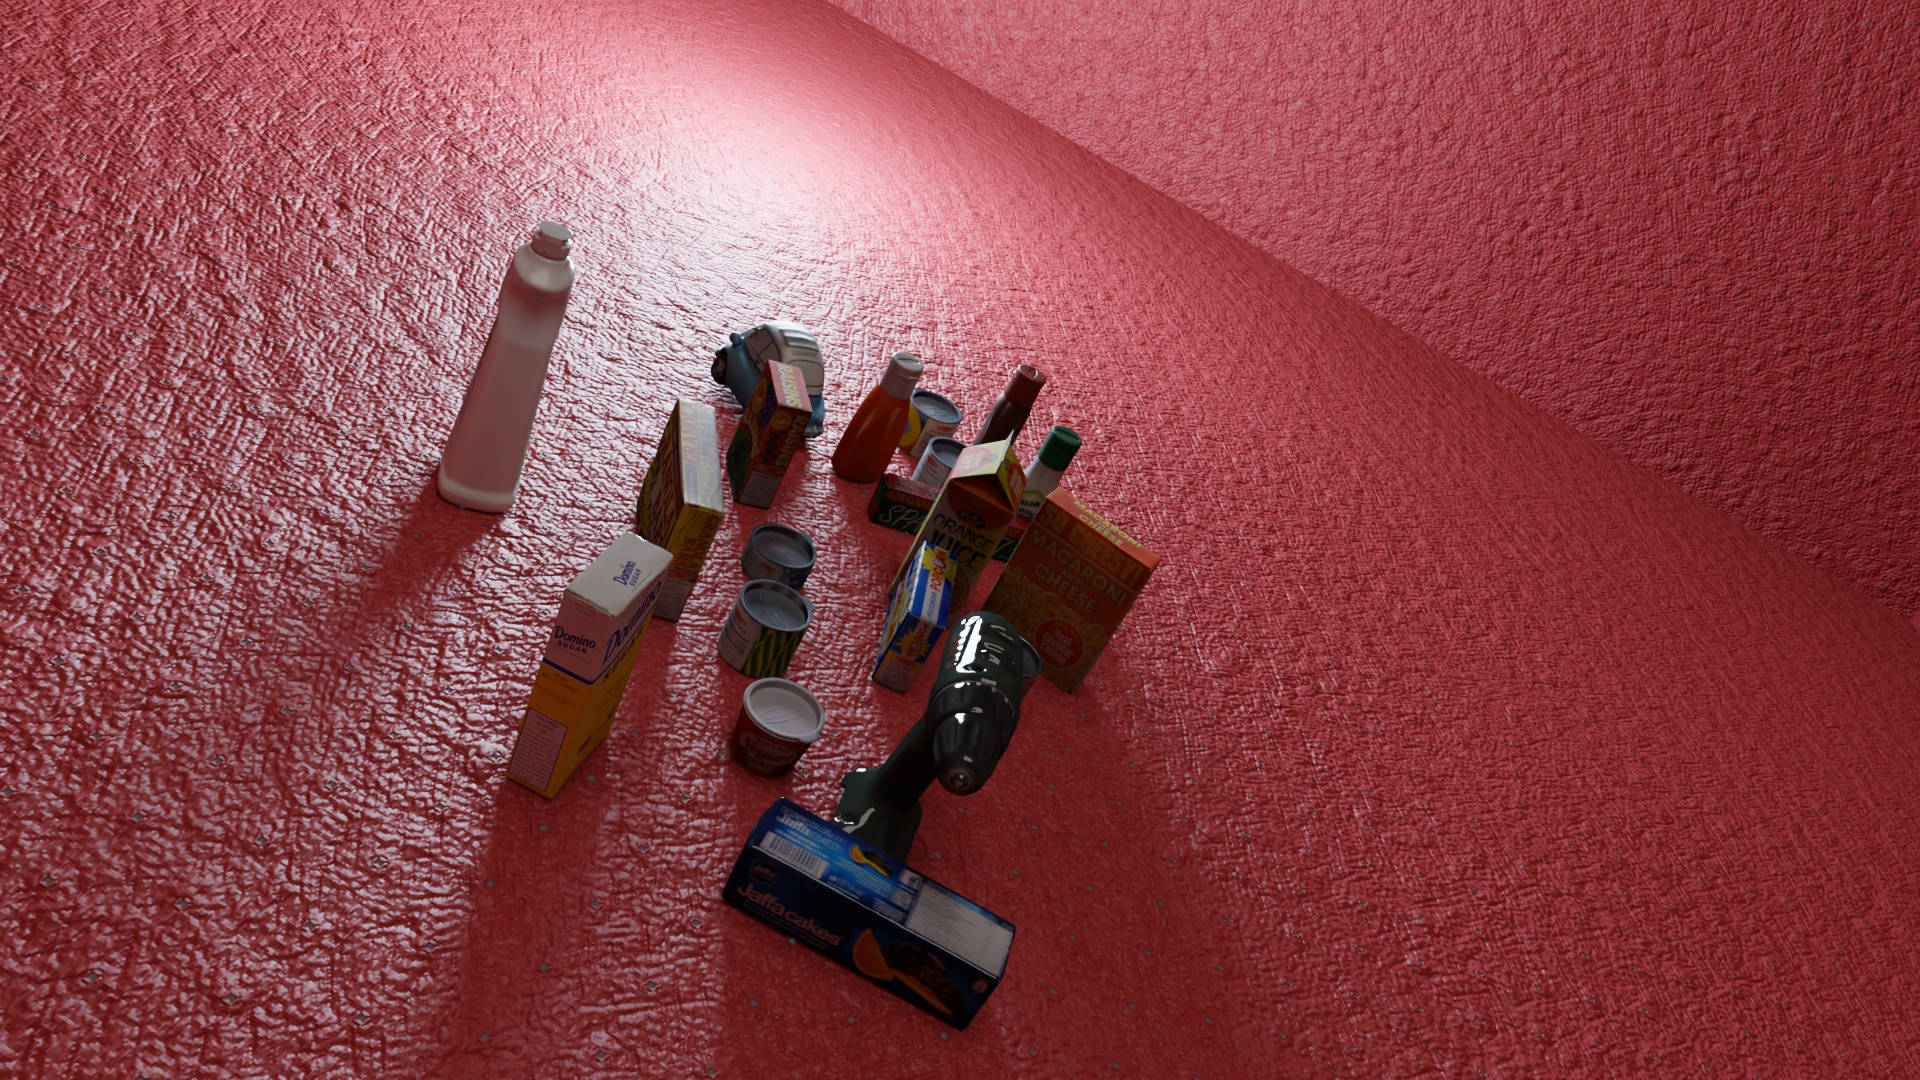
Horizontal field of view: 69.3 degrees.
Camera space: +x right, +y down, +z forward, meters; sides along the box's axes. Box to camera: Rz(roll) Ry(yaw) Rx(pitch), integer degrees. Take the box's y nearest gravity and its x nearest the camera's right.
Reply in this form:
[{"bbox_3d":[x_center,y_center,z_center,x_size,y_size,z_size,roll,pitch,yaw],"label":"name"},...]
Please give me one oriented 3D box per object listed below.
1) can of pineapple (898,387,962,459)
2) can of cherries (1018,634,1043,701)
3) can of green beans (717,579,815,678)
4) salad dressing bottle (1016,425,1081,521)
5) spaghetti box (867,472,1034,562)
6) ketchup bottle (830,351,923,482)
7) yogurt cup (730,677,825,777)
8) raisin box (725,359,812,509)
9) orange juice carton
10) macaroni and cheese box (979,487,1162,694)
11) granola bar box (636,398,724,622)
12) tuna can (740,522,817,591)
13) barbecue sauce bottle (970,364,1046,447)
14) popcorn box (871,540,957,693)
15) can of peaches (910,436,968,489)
[{"bbox_3d":[-0.039,-0.135,1.628,0.071,0.057,0.071,21,31,-13],"label":"can of pineapple"},{"bbox_3d":[0.033,0.123,1.294,0.071,0.058,0.072,21,31,-13],"label":"can of cherries"},{"bbox_3d":[-0.169,0.077,1.195,0.071,0.057,0.071,21,31,-13],"label":"can of green beans"},{"bbox_3d":[0.084,-0.058,1.524,0.064,0.147,0.044,25,30,-7],"label":"salad dressing bottle"},{"bbox_3d":[0.023,-0.013,1.500,0.250,0.050,0.029,17,32,-20],"label":"spaghetti box"},{"bbox_3d":[-0.085,-0.132,1.493,0.065,0.148,0.044,-1,41,-41],"label":"ketchup bottle"},{"bbox_3d":[-0.148,0.151,1.103,0.072,0.053,0.073,21,31,-13],"label":"yogurt cup"},{"bbox_3d":[-0.192,-0.105,1.389,0.040,0.122,0.086,13,33,-25],"label":"raisin box"},{"bbox_3d":[0.005,-0.017,1.349,0.073,0.191,0.072,28,30,-2],"label":"orange juice carton"},{"bbox_3d":[0.102,0.049,1.356,0.124,0.165,0.040,36,30,12],"label":"macaroni and cheese box"},{"bbox_3d":[-0.250,-0.029,1.223,0.039,0.123,0.166,15,33,-23],"label":"granola bar box"},{"bbox_3d":[-0.170,0.016,1.312,0.071,0.032,0.071,21,31,-13],"label":"tuna can"},{"bbox_3d":[0.050,-0.134,1.611,0.044,0.147,0.065,29,30,1],"label":"barbecue sauce bottle"},{"bbox_3d":[-0.041,0.070,1.285,0.038,0.084,0.127,24,30,-8],"label":"popcorn box"},{"bbox_3d":[-0.015,-0.073,1.553,0.071,0.057,0.071,21,31,-13],"label":"can of peaches"}]
